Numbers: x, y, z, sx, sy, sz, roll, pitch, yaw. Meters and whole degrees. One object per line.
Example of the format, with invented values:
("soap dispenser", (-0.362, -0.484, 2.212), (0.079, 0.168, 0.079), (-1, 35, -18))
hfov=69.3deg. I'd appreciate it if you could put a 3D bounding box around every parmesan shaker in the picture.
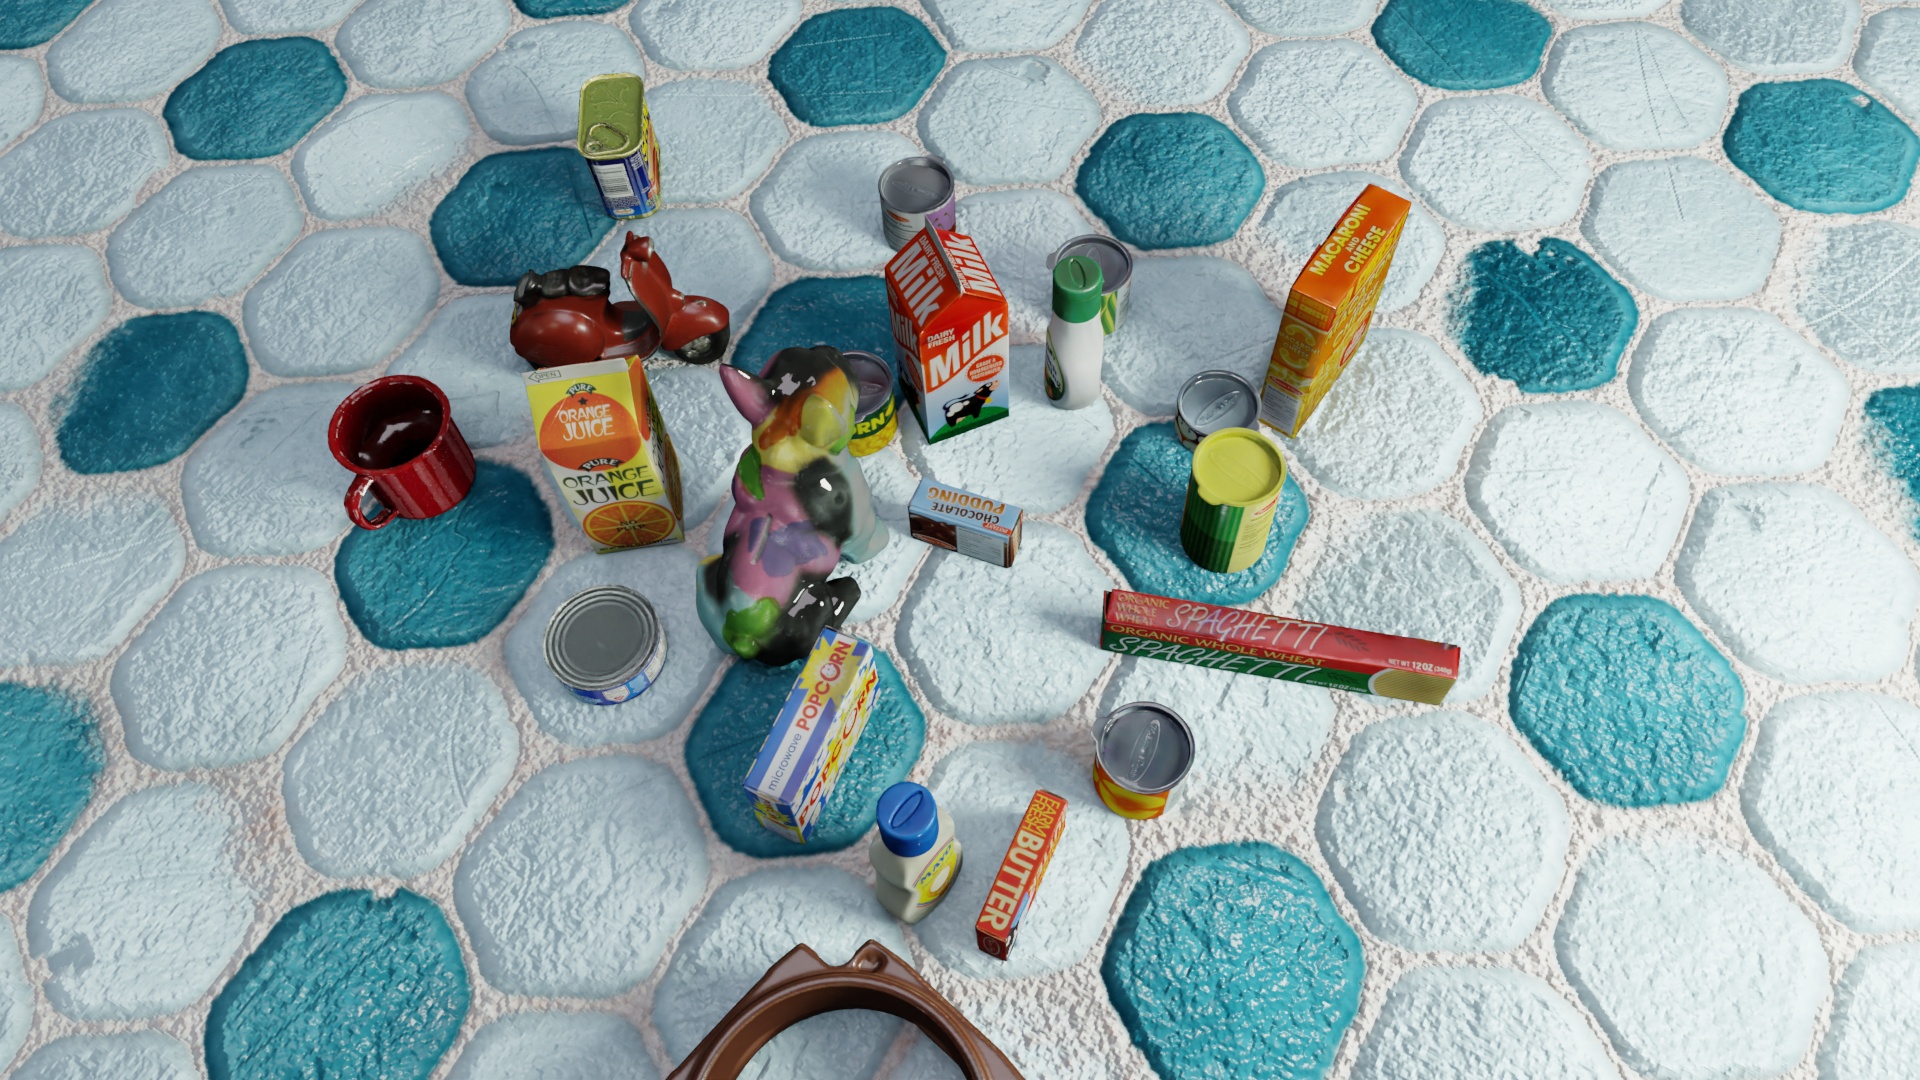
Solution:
("parmesan shaker", (0.197, -0.026, 1.024), (0.071, 0.102, 0.071), (-1, 60, 2))

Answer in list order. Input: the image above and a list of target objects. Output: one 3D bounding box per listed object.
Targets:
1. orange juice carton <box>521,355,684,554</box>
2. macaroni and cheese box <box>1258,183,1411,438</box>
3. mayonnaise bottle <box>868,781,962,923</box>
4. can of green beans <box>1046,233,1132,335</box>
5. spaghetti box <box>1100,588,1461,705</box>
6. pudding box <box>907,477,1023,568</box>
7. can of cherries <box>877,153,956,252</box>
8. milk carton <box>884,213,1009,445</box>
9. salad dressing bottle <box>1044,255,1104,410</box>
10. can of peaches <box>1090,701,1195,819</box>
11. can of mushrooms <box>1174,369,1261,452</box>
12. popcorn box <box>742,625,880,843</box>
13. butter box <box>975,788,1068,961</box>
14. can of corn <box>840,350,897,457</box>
("orange juice carton", (-0.257, -0.071, 1.017), (0.072, 0.191, 0.073), (-9, 60, -2))
("macaroni and cheese box", (0.284, -0.173, 1.070), (0.040, 0.165, 0.124), (31, 66, 18))
("mayonnaise bottle", (-0.029, 0.195, 0.879), (0.041, 0.147, 0.065), (34, 67, 20))
("can of green beans", (0.109, -0.212, 1.162), (0.071, 0.057, 0.071), (-1, 60, 2))
("spaghetti box", (0.224, 0.076, 0.994), (0.250, 0.050, 0.029), (9, 61, 7))
("pudding box", (0.004, -0.013, 1.055), (0.084, 0.049, 0.030), (17, 62, 12))
("can of cherries", (-0.035, -0.293, 1.215), (0.071, 0.058, 0.072), (-1, 60, 2))
("milk carton", (-0.009, -0.161, 1.061), (0.073, 0.189, 0.072), (-21, 62, -9))
("salad dressing bottle", (0.089, -0.160, 1.081), (0.044, 0.147, 0.064), (-11, 60, -4))
("can of peaches", (0.122, 0.150, 0.951), (0.071, 0.057, 0.071), (-1, 60, 2))
("can of mushrooms", (0.206, -0.099, 1.106), (0.071, 0.033, 0.071), (-1, 60, 2))
("popcorn box", (-0.100, 0.134, 0.953), (0.038, 0.084, 0.127), (19, 63, 13))
("butter box", (0.041, 0.220, 0.916), (0.024, 0.053, 0.104), (21, 63, 14))
("can of corn", (-0.084, -0.106, 1.108), (0.071, 0.058, 0.071), (-1, 60, 2))
